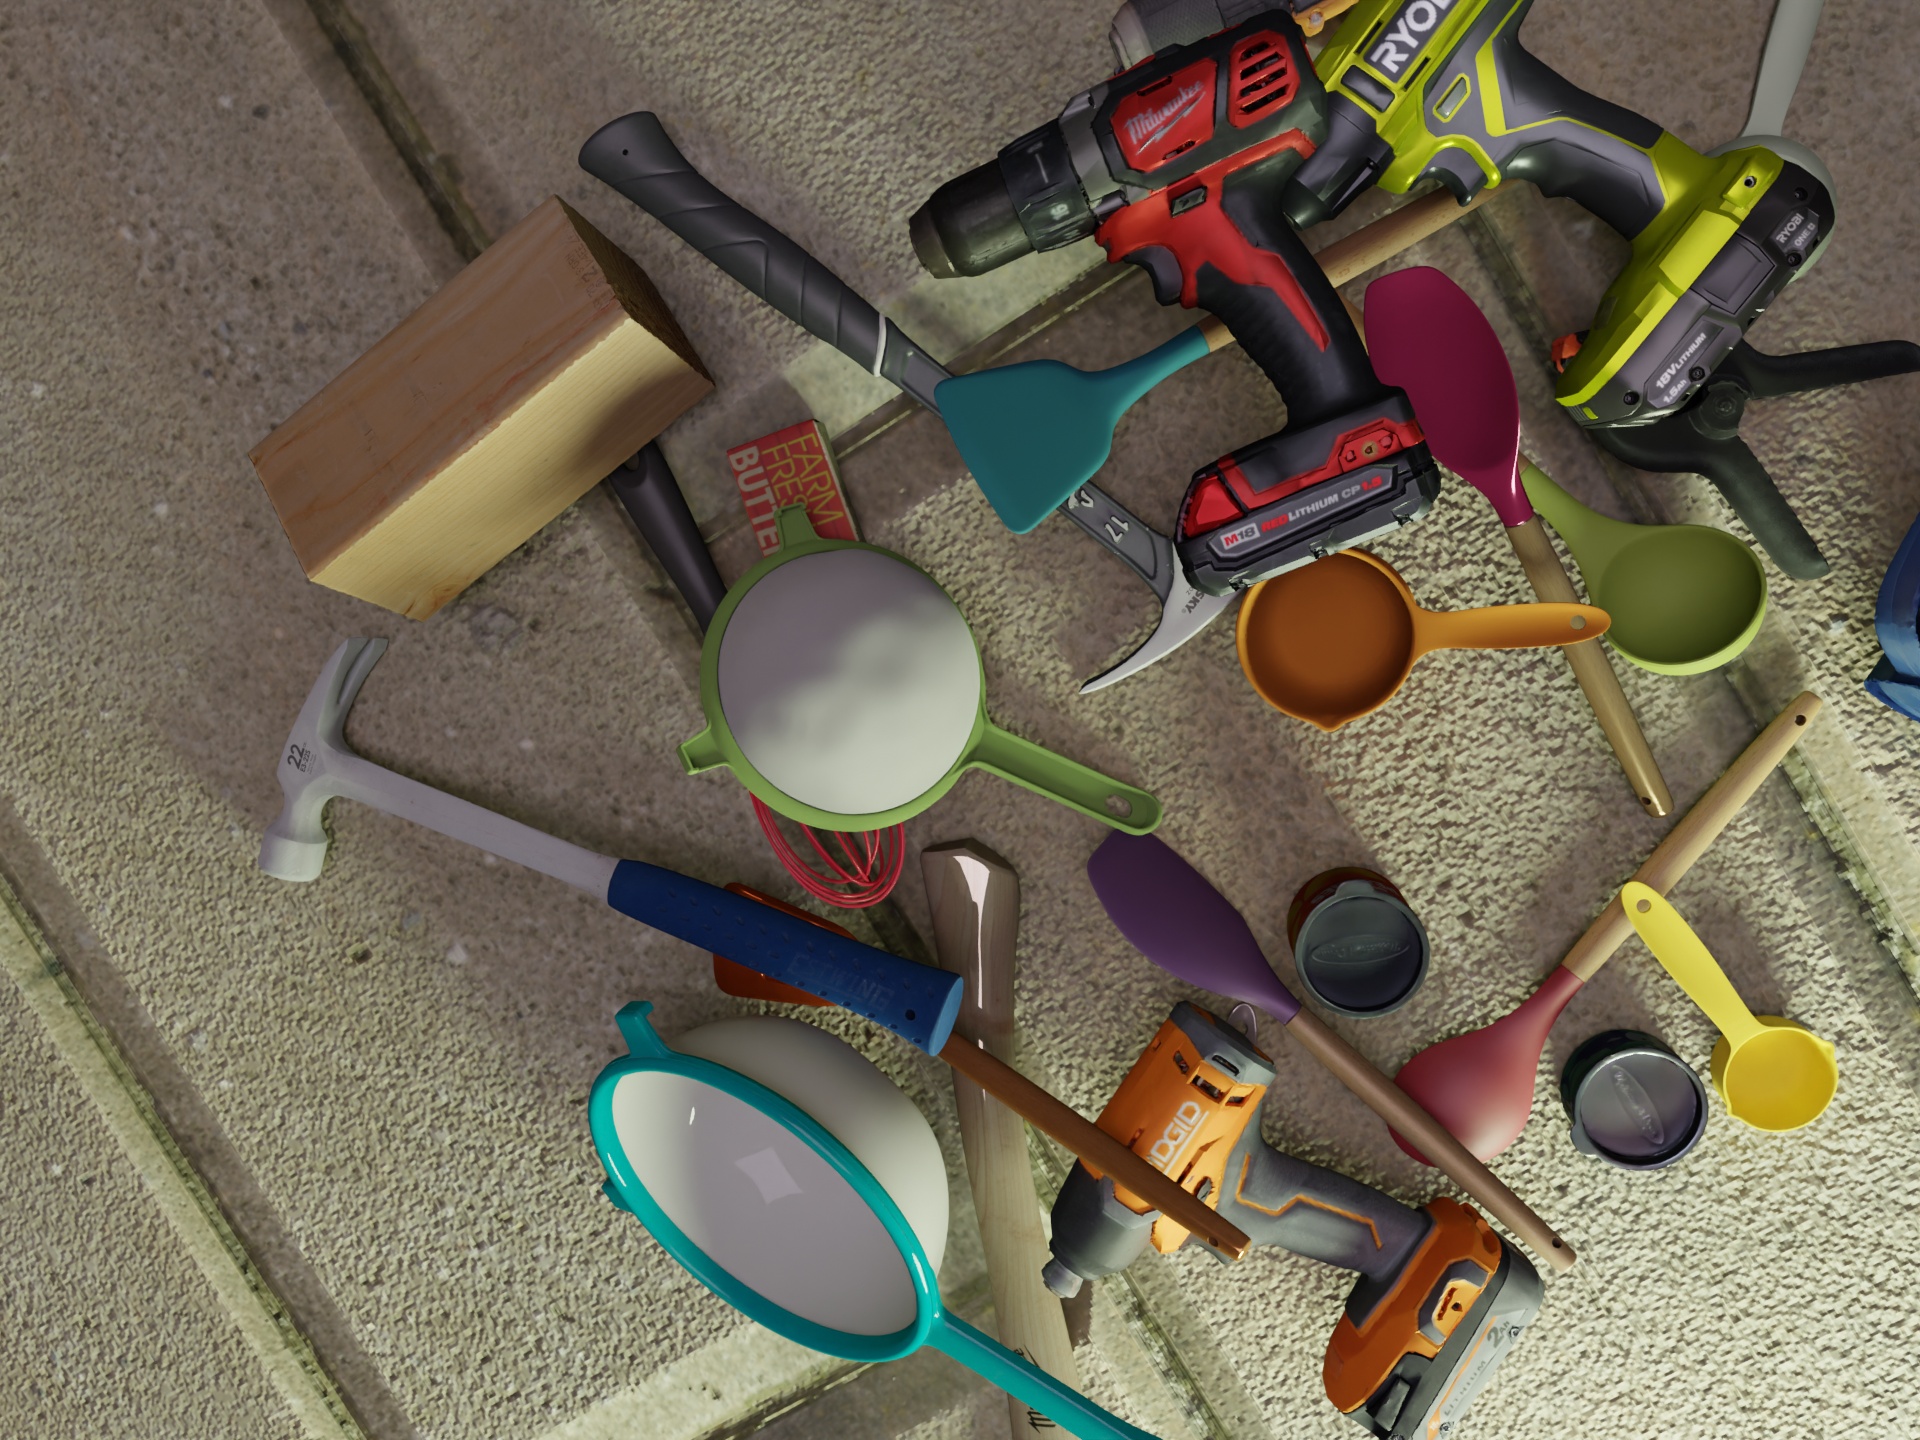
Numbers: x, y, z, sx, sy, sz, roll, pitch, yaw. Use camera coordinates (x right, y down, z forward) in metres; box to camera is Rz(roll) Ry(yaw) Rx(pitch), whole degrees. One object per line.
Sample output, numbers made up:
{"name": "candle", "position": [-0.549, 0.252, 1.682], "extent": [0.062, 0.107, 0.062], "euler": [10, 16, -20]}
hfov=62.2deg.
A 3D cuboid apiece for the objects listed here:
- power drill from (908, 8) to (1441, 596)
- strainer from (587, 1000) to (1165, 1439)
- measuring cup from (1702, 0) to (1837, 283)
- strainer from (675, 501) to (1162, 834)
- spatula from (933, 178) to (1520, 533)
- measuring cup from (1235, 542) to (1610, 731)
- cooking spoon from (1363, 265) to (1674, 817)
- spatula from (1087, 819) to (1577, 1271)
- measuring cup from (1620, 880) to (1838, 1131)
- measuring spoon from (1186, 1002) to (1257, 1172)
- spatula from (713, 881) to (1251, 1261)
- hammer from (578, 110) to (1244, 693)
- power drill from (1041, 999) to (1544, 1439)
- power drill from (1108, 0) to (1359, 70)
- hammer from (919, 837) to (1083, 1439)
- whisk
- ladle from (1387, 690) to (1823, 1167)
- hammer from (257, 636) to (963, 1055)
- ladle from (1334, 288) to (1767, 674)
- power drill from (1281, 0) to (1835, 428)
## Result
{"name": "power drill", "position": [0.096, -0.172, 0.704], "extent": [0.188, 0.080, 0.226], "euler": [-21, 97, 15]}
{"name": "strainer", "position": [-0.029, 0.256, 0.815], "extent": [0.340, 0.095, 0.210], "euler": [29, 136, 13]}
{"name": "measuring cup", "position": [0.389, -0.286, 0.757], "extent": [0.083, 0.038, 0.167], "euler": [13, 100, 5]}
{"name": "strainer", "position": [-0.001, -0.003, 0.792], "extent": [0.256, 0.069, 0.151], "euler": [24, 71, -13]}
{"name": "spatula", "position": [0.142, -0.198, 0.767], "extent": [0.317, 0.044, 0.082], "euler": [-29, 90, 1]}
{"name": "measuring cup", "position": [0.226, -0.047, 0.786], "extent": [0.173, 0.052, 0.095], "euler": [-2, 98, 17]}
{"name": "cooking spoon", "position": [0.276, -0.076, 0.757], "extent": [0.017, 0.069, 0.318], "euler": [-46, 114, -28]}
{"name": "spatula", "position": [0.190, 0.171, 0.822], "extent": [0.316, 0.018, 0.060], "euler": [41, 59, 6]}
{"name": "measuring cup", "position": [0.384, 0.141, 0.812], "extent": [0.062, 0.029, 0.156], "euler": [-38, 93, 9]}
{"name": "measuring spoon", "position": [0.141, 0.212, 0.862], "extent": [0.034, 0.018, 0.124], "euler": [12, 91, -3]}
{"name": "spatula", "position": [0.003, 0.181, 0.811], "extent": [0.323, 0.041, 0.081], "euler": [30, 128, 26]}
{"name": "hammer", "position": [-0.028, -0.177, 0.822], "extent": [0.409, 0.036, 0.149], "euler": [37, 101, 2]}
{"name": "power drill", "position": [0.161, 0.272, 0.819], "extent": [0.226, 0.084, 0.164], "euler": [35, 91, -1]}
{"name": "power drill", "position": [0.124, -0.434, 0.752], "extent": [0.185, 0.084, 0.226], "euler": [-25, 98, 9]}
{"name": "hammer", "position": [0.017, 0.270, 0.871], "extent": [0.146, 0.038, 0.410], "euler": [-8, 96, 9]}
{"name": "whisk", "position": [-0.115, -0.034, 0.841], "extent": [0.073, 0.073, 0.296], "euler": [-30, 86, 9]}
{"name": "ladle", "position": [0.334, 0.111, 0.820], "extent": [0.069, 0.031, 0.315], "euler": [38, 98, 1]}
{"name": "hammer", "position": [-0.188, 0.076, 0.834], "extent": [0.405, 0.035, 0.144], "euler": [19, 98, 16]}
{"name": "ladle", "position": [0.259, -0.142, 0.783], "extent": [0.320, 0.062, 0.078], "euler": [42, 92, 3]}
{"name": "power drill", "position": [0.254, -0.239, 0.723], "extent": [0.223, 0.080, 0.171], "euler": [38, 102, 2]}
